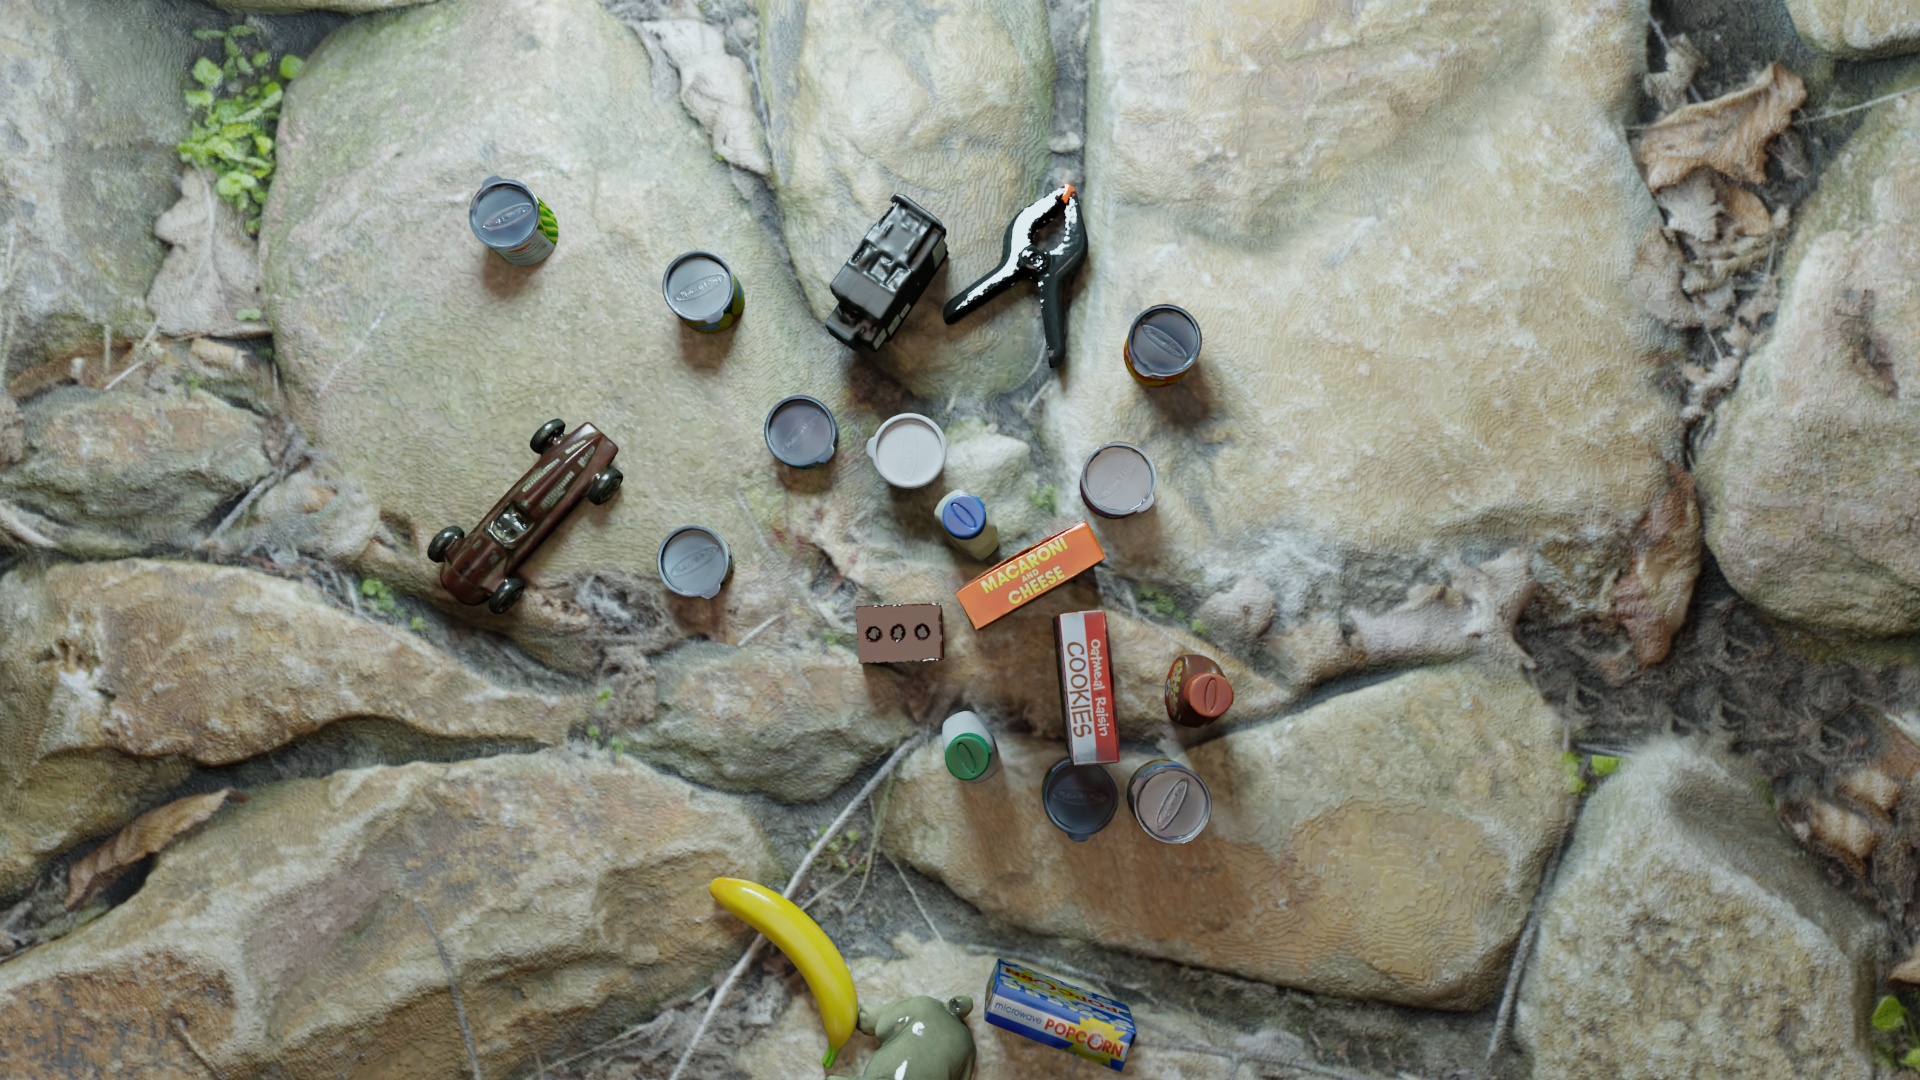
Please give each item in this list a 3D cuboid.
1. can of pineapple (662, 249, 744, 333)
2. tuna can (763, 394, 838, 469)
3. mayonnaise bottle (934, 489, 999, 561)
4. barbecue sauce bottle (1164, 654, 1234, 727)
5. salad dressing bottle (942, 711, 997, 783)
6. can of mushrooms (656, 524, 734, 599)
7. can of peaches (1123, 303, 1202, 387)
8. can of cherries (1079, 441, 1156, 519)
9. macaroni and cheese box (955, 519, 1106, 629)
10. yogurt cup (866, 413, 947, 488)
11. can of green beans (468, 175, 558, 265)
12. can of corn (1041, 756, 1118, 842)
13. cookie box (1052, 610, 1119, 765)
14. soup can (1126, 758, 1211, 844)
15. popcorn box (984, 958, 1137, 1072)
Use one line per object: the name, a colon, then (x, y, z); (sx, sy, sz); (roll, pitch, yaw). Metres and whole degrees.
can of pineapple: (-0.237, -0.227, 1.286); (0.071, 0.058, 0.071); (0, 85, 2)
tuna can: (-0.145, -0.098, 1.284); (0.071, 0.033, 0.071); (0, 85, 2)
mayonnaise bottle: (0.004, -0.015, 1.215); (0.041, 0.148, 0.065); (-44, 86, -2)
barbecue sauce bottle: (0.206, 0.131, 1.197); (0.044, 0.148, 0.065); (8, 86, 2)
salad dressing bottle: (0.008, 0.181, 1.198); (0.044, 0.147, 0.064); (-26, 85, 0)
can of mushrooms: (-0.242, 0.022, 1.276); (0.071, 0.033, 0.071); (0, 85, 2)
can of peaches: (0.182, -0.175, 1.269); (0.071, 0.058, 0.071); (0, 85, 2)
can of cherries: (0.143, -0.051, 1.259); (0.071, 0.058, 0.071); (0, 85, 2)
macaroni and cheese box: (0.058, 0.033, 1.200); (0.124, 0.166, 0.040); (-29, 85, -1)
yogurt cup: (-0.045, -0.079, 1.269); (0.072, 0.054, 0.072); (0, 85, 2)
can of green beans: (-0.416, -0.296, 1.296); (0.071, 0.058, 0.071); (0, 85, 2)
can of corn: (0.105, 0.228, 1.236); (0.071, 0.058, 0.071); (0, 85, 2)
cookie box: (0.107, 0.124, 1.191); (0.040, 0.167, 0.123); (-6, 85, 1)
soup can: (0.180, 0.226, 1.222); (0.071, 0.083, 0.071); (0, 85, 2)
popcorn box: (0.085, 0.411, 1.208); (0.127, 0.085, 0.038); (20, 86, 3)
